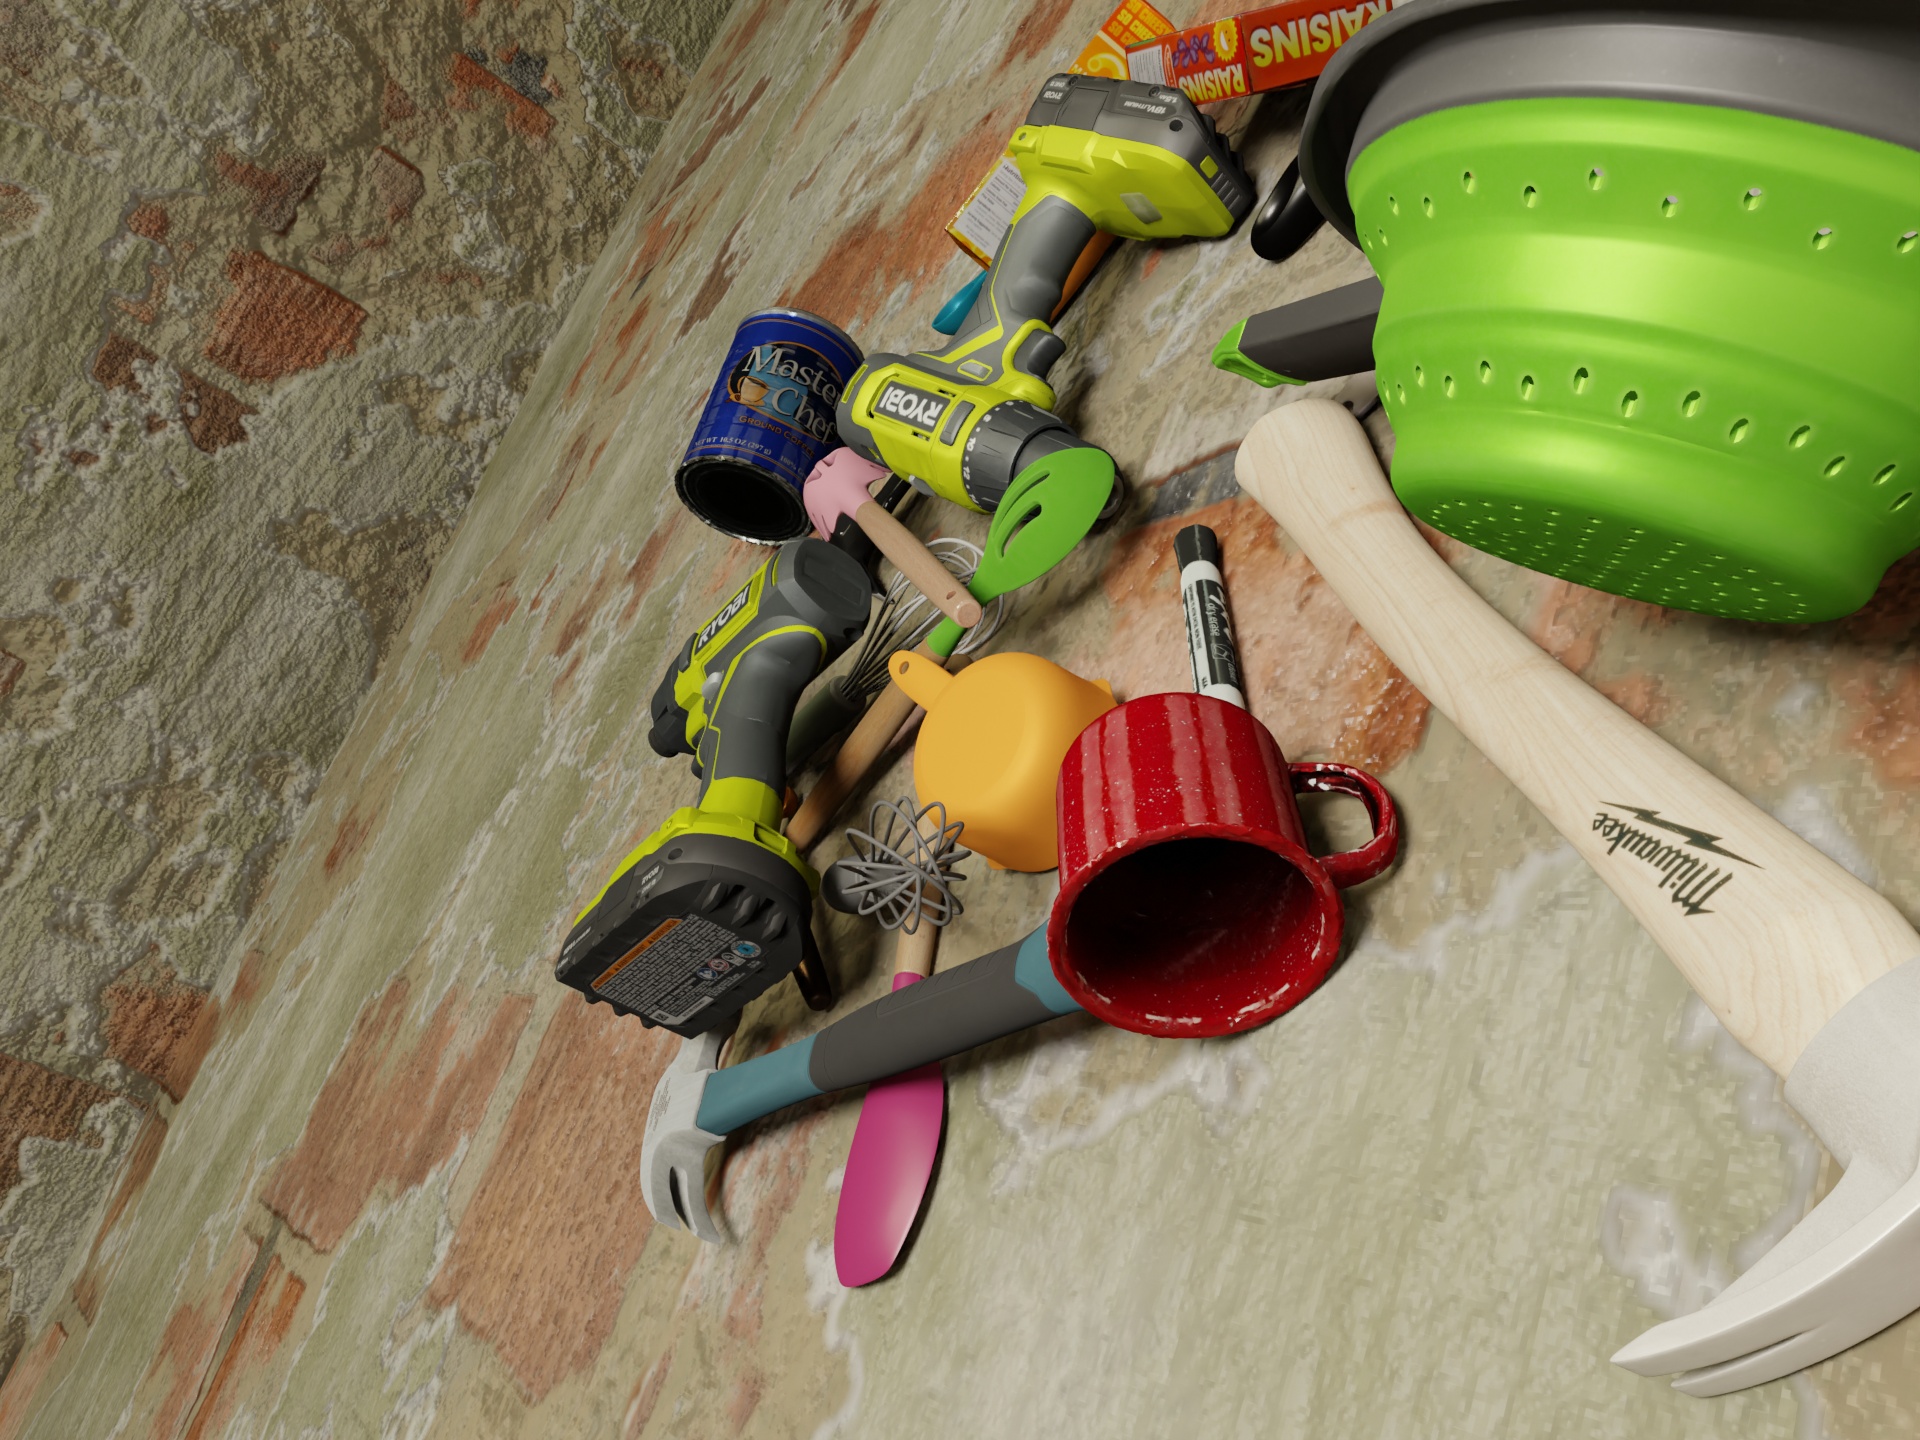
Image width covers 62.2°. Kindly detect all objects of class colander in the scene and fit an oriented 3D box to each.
[{"bbox_3d":[0.150,-0.090,0.456,0.397,0.204,0.094,-155,83,-75],"label":"colander"}]

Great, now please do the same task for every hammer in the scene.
[{"bbox_3d":[-0.048,0.138,0.665,0.331,0.033,0.128,-32,37,47],"label":"hammer"},{"bbox_3d":[0.027,-0.223,0.955,0.337,0.034,0.127,-52,26,15],"label":"hammer"},{"bbox_3d":[0.159,-0.002,0.486,0.146,0.038,0.411,-52,26,18],"label":"hammer"}]

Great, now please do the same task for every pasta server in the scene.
[{"bbox_3d":[-0.036,-0.096,0.830,0.060,0.040,0.316,-46,26,4],"label":"pasta server"}]

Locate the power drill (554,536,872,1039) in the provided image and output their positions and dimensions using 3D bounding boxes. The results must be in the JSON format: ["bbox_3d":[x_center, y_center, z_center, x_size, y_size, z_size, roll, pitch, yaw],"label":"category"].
[{"bbox_3d":[-0.122,0.033,0.786,0.171,0.080,0.223,-39,32,38],"label":"power drill"}]

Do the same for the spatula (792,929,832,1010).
[{"bbox_3d":[-0.110,0.041,0.879,0.082,0.044,0.318,-60,36,26],"label":"spatula"}]

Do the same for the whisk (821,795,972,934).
[{"bbox_3d":[-0.038,0.067,0.691,0.055,0.055,0.239,-66,7,-13],"label":"whisk"}]

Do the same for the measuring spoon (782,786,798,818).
[{"bbox_3d":[-0.111,0.092,0.897,0.021,0.011,0.117,-25,45,55],"label":"measuring spoon"}]

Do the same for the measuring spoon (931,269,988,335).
[{"bbox_3d":[0.033,-0.299,1.051,0.128,0.021,0.042,-41,21,16],"label":"measuring spoon"}]

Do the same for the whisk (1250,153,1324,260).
[{"bbox_3d":[0.223,-0.327,0.696,0.295,0.073,0.073,-52,26,28],"label":"whisk"}]

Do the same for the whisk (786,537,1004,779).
[{"bbox_3d":[-0.057,-0.018,0.882,0.246,0.059,0.058,-41,-7,40],"label":"whisk"}]

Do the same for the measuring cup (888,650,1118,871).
[{"bbox_3d":[-0.001,-0.002,0.701,0.174,0.052,0.095,37,98,47],"label":"measuring cup"}]

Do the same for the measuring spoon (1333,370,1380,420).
[{"bbox_3d":[0.187,-0.152,0.623,0.124,0.018,0.034,-46,37,39],"label":"measuring spoon"}]

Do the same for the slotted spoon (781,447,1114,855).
[{"bbox_3d":[-0.024,-0.018,0.798,0.313,0.031,0.070,-52,29,34],"label":"slotted spoon"}]

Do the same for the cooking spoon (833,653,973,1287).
[{"bbox_3d":[-0.020,0.094,0.719,0.068,0.017,0.319,-37,34,43],"label":"cooking spoon"}]

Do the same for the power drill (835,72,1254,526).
[{"bbox_3d":[0.052,-0.211,0.826,0.191,0.080,0.228,30,89,44],"label":"power drill"}]

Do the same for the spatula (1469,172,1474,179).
[{"bbox_3d":[0.181,-0.266,0.577,0.081,0.041,0.323,-16,74,54],"label":"spatula"}]
